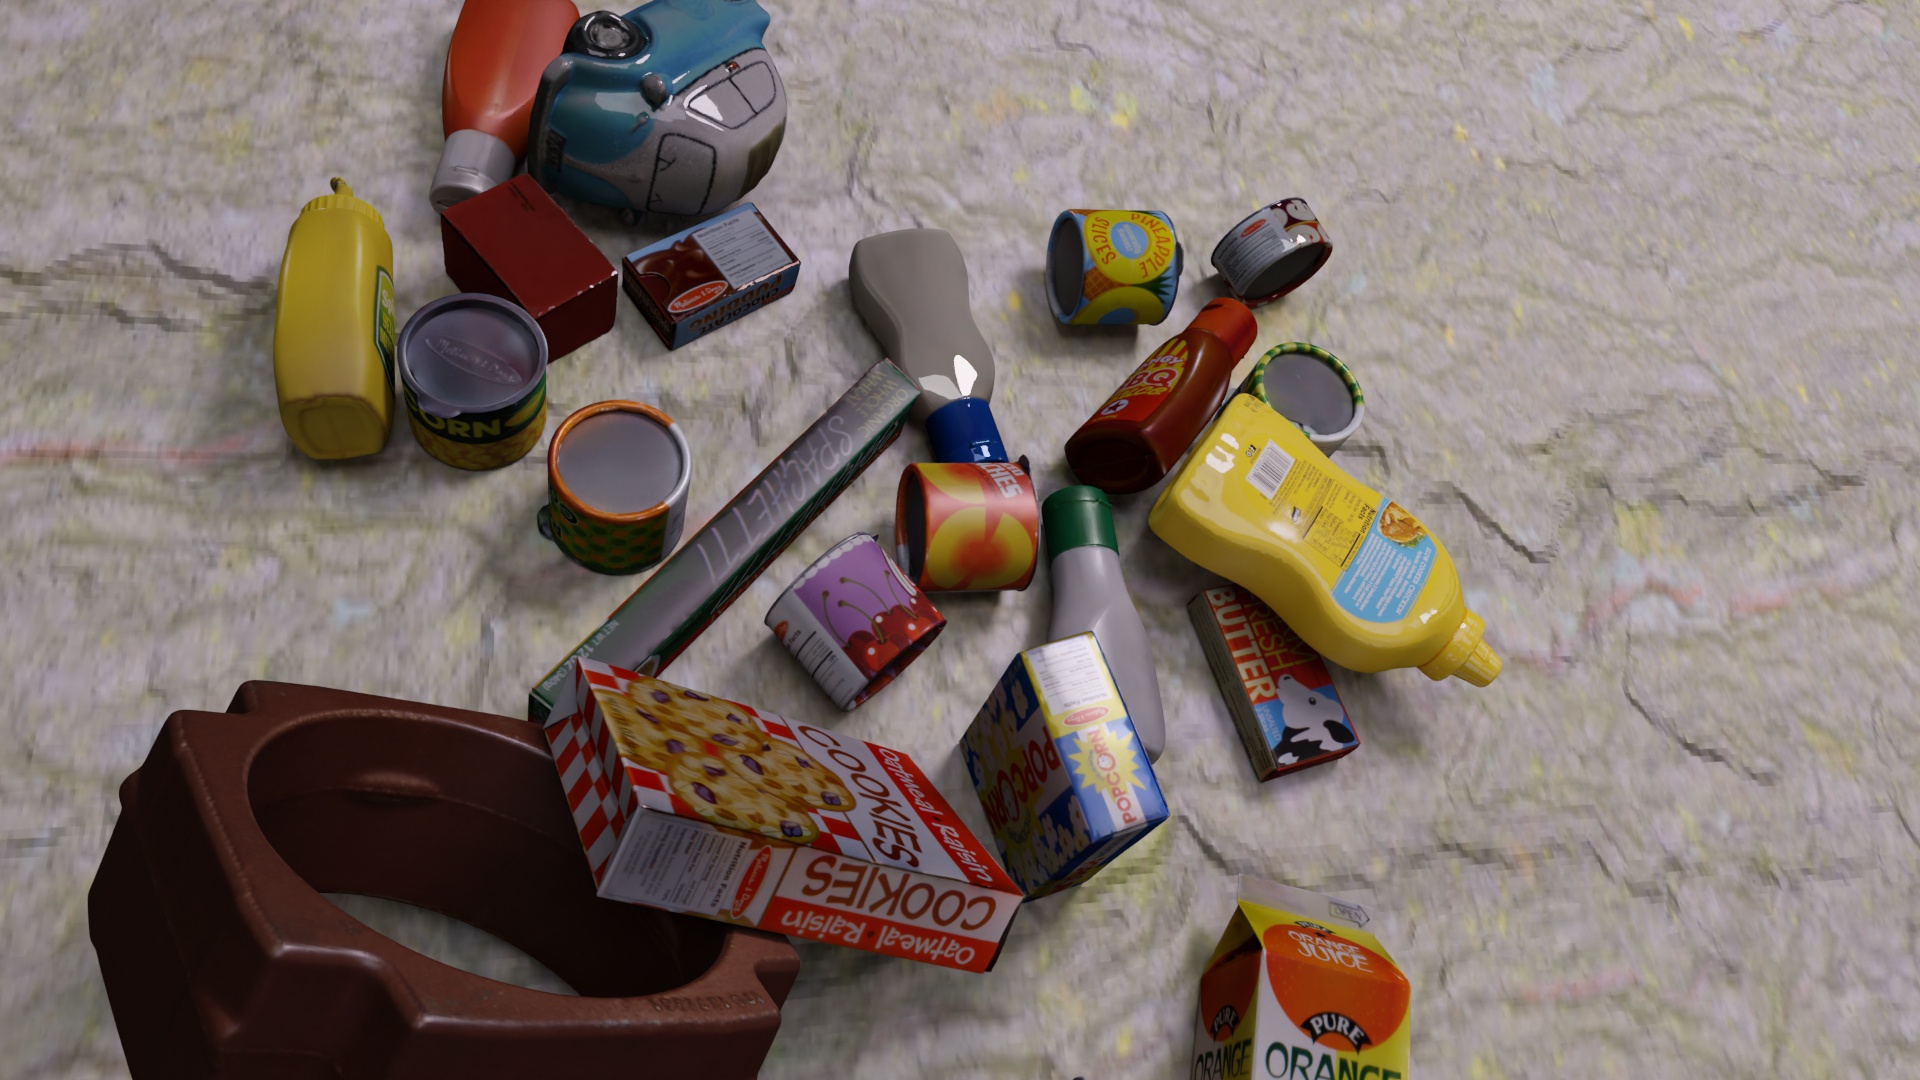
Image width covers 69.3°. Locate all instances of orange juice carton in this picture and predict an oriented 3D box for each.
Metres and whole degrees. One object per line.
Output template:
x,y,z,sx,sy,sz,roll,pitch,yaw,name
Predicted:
0.145,0.245,0.603,0.072,0.072,0.193,16,60,-7,orange juice carton

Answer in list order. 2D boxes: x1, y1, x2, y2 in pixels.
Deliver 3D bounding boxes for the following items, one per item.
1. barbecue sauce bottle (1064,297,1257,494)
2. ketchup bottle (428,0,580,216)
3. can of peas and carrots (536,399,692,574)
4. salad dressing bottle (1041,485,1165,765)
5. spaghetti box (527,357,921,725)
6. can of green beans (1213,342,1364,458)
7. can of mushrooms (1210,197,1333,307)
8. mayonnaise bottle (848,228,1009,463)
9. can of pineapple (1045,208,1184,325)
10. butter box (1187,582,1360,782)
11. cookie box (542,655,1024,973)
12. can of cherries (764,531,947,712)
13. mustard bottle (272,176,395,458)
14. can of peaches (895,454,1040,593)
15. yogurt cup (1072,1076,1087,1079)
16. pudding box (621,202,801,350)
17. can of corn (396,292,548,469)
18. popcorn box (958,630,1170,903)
0.119,-0.084,0.774,0.149,0.064,0.043,-47,116,-37,barbecue sauce bottle
-0.252,-0.238,0.755,0.065,0.043,0.149,10,61,-10,ketchup bottle
-0.165,-0.025,0.661,0.071,0.058,0.071,7,62,-13,can of peas and carrots
0.067,0.043,0.699,0.064,0.044,0.148,26,47,-41,salad dressing bottle
-0.107,0.002,0.669,0.029,0.050,0.251,40,60,4,spaghetti box
0.185,-0.070,0.785,0.071,0.057,0.071,7,62,-13,can of green beans
0.189,-0.172,0.836,0.071,0.070,0.033,-20,71,-24,can of mushrooms
-0.013,-0.099,0.754,0.065,0.041,0.148,-11,68,-19,mayonnaise bottle
0.087,-0.157,0.795,0.058,0.070,0.071,-3,65,-16,can of pineapple
0.163,0.069,0.726,0.053,0.024,0.104,-11,67,-21,butter box
-0.073,0.110,0.557,0.167,0.123,0.040,22,99,-31,cookie box
-0.047,0.037,0.658,0.072,0.071,0.058,-37,79,-28,can of cherries
-0.299,-0.118,0.670,0.049,0.065,0.161,-5,61,-13,mustard bottle
0.002,-0.009,0.695,0.058,0.071,0.071,-1,64,-16,can of peaches
0.069,0.267,0.576,0.054,0.072,0.073,17,60,-16,yogurt cup
-0.135,-0.144,0.748,0.084,0.030,0.050,-32,77,-27,pudding box
-0.234,-0.073,0.667,0.071,0.058,0.071,7,62,-13,can of corn
0.042,0.104,0.616,0.038,0.126,0.085,-15,69,-19,popcorn box
